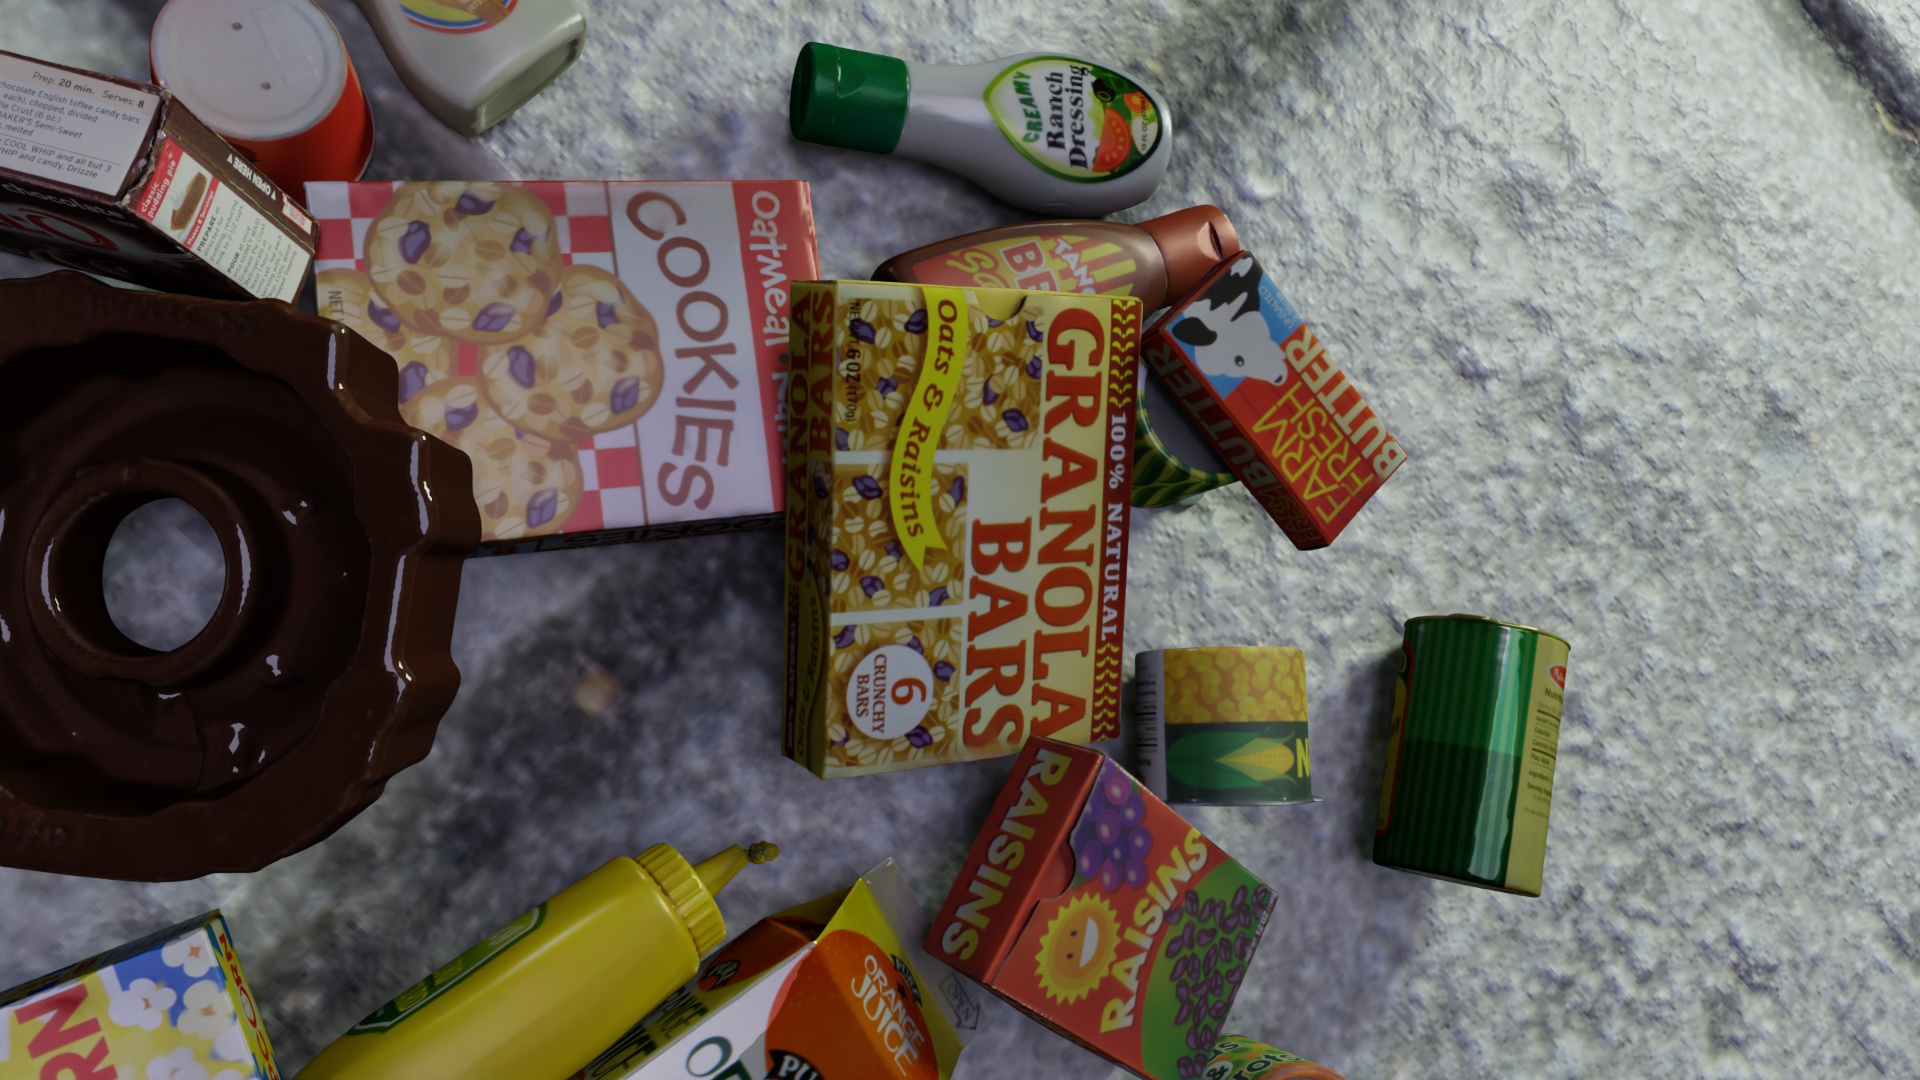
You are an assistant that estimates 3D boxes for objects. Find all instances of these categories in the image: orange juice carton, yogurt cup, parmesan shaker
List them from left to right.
[{"bbox_3d":[-0.227,-0.145,0.449,0.072,0.054,0.072,3,81,-21],"label":"yogurt cup"},{"bbox_3d":[-0.082,0.185,0.444,0.193,0.073,0.072,-32,94,-22],"label":"orange juice carton"},{"bbox_3d":[0.208,0.088,0.570,0.071,0.071,0.103,17,77,-18],"label":"parmesan shaker"}]

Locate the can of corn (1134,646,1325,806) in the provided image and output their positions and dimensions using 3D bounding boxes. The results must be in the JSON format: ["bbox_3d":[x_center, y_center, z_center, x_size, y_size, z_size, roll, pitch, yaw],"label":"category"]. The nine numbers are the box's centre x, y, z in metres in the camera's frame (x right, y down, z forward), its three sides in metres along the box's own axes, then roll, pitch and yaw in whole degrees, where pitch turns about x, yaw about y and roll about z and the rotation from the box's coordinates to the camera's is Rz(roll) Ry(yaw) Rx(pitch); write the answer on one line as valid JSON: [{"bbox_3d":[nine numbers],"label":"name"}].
[{"bbox_3d":[0.103,0.071,0.533,0.071,0.071,0.058,2,81,-20],"label":"can of corn"}]

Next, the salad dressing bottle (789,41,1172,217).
[{"bbox_3d":[0.009,-0.164,0.546,0.148,0.044,0.064,3,80,-20],"label":"salad dressing bottle"}]

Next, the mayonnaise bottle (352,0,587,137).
[{"bbox_3d":[-0.201,-0.213,0.476,0.148,0.041,0.065,47,71,-9],"label":"mayonnaise bottle"}]

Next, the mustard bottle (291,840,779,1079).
[{"bbox_3d":[-0.127,0.140,0.441,0.161,0.065,0.049,-32,94,-28],"label":"mustard bottle"}]

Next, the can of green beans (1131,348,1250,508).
[{"bbox_3d":[0.086,-0.049,0.550,0.071,0.057,0.071,3,81,-20],"label":"can of green beans"}]

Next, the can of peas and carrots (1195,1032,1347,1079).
[{"bbox_3d":[0.111,0.222,0.518,0.071,0.058,0.071,3,81,-21],"label":"can of peas and carrots"}]

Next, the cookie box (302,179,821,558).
[{"bbox_3d":[-0.129,-0.060,0.480,0.168,0.040,0.123,-6,84,-22],"label":"cookie box"}]

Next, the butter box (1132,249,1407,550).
[{"bbox_3d":[0.116,-0.051,0.516,0.053,0.024,0.103,-43,98,-21],"label":"butter box"}]

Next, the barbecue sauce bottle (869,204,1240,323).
[{"bbox_3d":[0.041,-0.098,0.549,0.149,0.043,0.065,-21,92,-23],"label":"barbecue sauce bottle"}]

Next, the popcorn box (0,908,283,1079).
[{"bbox_3d":[-0.240,0.185,0.402,0.085,0.038,0.126,-20,89,-22],"label":"popcorn box"}]

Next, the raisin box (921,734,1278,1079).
[{"bbox_3d":[0.054,0.136,0.497,0.123,0.040,0.086,41,70,-34],"label":"raisin box"}]

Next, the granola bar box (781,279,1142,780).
[{"bbox_3d":[0.002,-0.006,0.489,0.124,0.039,0.165,-3,99,-31],"label":"granola bar box"}]
